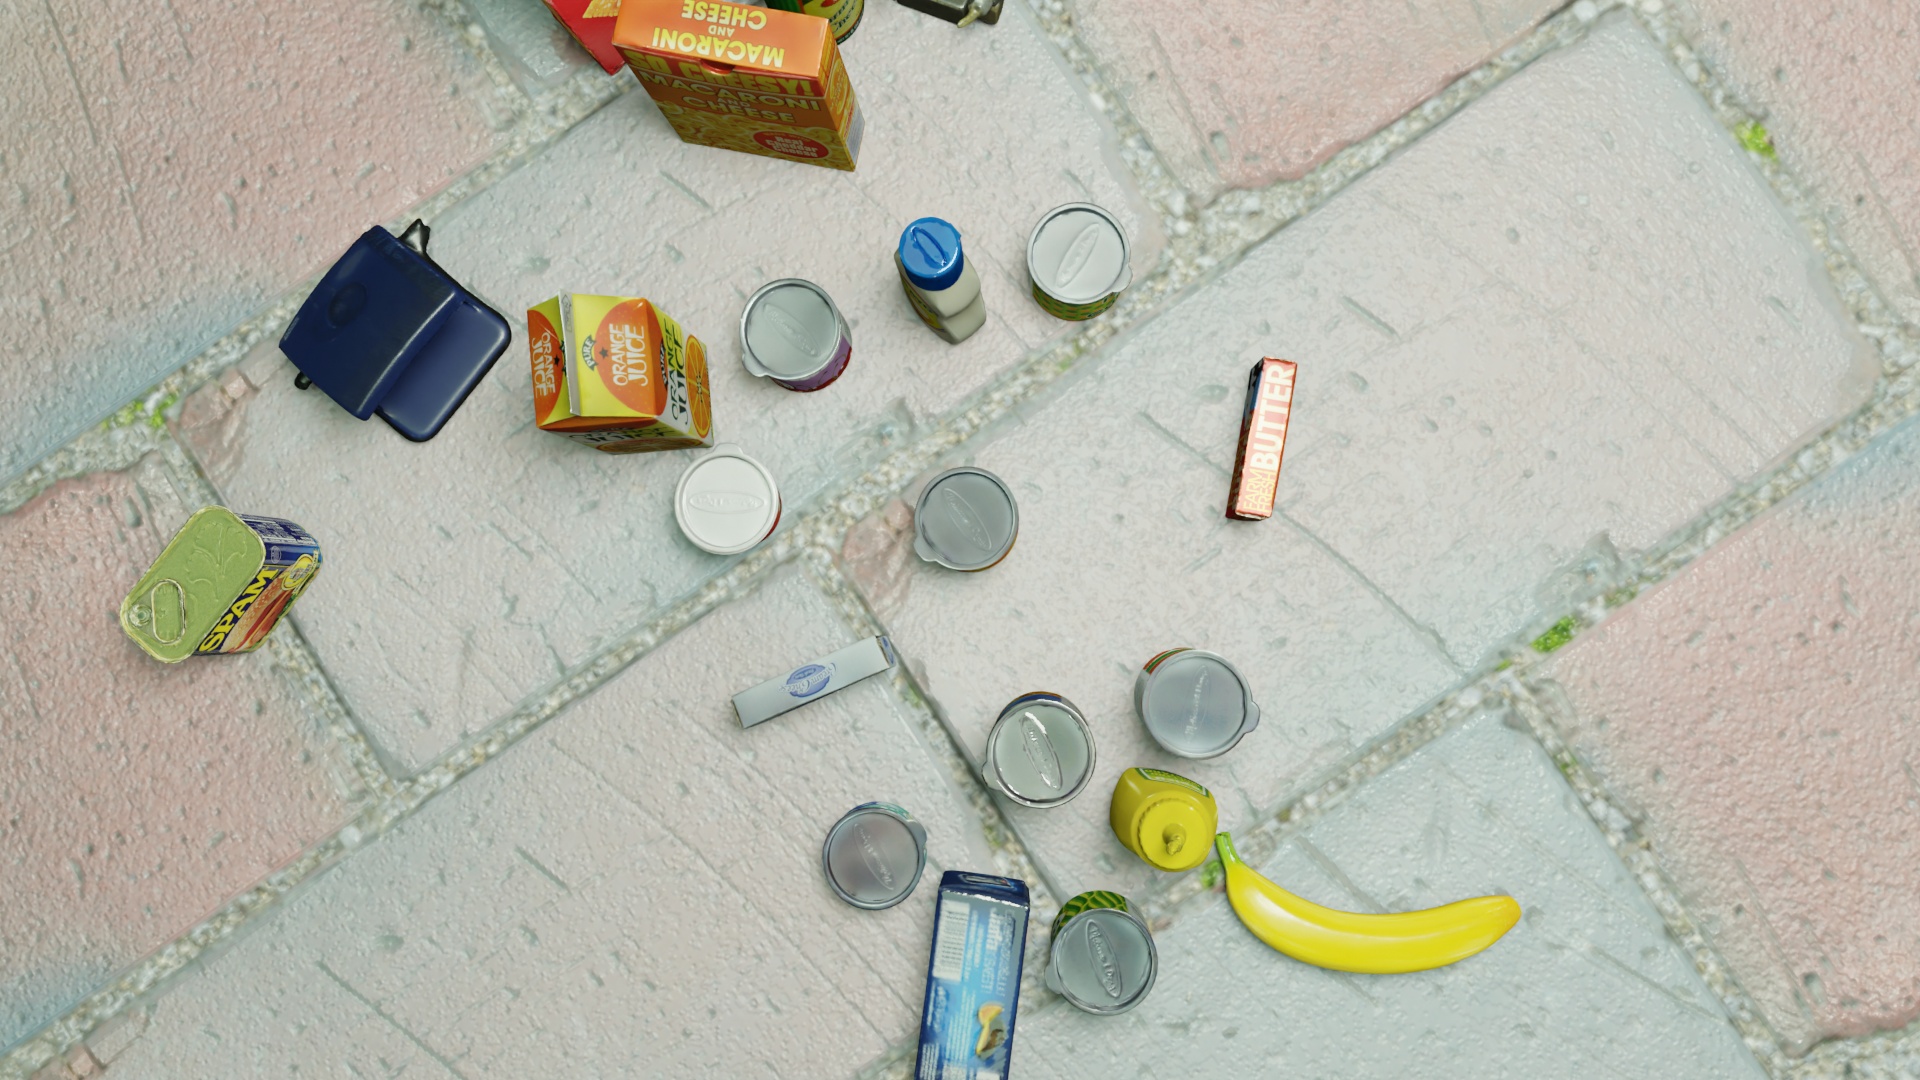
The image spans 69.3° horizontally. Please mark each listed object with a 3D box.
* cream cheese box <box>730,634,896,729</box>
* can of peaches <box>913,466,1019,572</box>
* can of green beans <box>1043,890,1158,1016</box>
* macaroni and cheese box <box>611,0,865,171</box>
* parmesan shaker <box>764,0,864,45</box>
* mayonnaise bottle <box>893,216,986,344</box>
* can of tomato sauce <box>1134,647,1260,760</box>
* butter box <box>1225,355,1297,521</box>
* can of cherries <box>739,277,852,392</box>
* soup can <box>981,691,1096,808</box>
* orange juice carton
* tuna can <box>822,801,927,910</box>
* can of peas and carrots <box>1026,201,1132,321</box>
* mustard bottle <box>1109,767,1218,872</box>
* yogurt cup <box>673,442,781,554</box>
[{"bbox_3d":[-0.094,0.091,0.904,0.104,0.053,0.024,-23,86,2],"label":"cream cheese box"},{"bbox_3d":[0.003,-0.011,0.902,0.071,0.058,0.071,0,87,3],"label":"can of peaches"},{"bbox_3d":[0.090,0.260,0.882,0.071,0.058,0.071,0,87,3],"label":"can of green beans"},{"bbox_3d":[-0.132,-0.284,0.871,0.124,0.166,0.040,11,88,4],"label":"macaroni and cheese box"},{"bbox_3d":[-0.099,-0.373,0.907,0.071,0.103,0.071,0,87,3],"label":"parmesan shaker"},{"bbox_3d":[-0.014,-0.165,0.867,0.041,0.148,0.065,-40,86,1],"label":"mayonnaise bottle"},{"bbox_3d":[0.147,0.101,0.876,0.071,0.083,0.071,0,87,3],"label":"can of tomato sauce"},{"bbox_3d":[0.194,-0.064,0.898,0.024,0.053,0.103,10,87,4],"label":"butter box"},{"bbox_3d":[-0.110,-0.132,0.915,0.071,0.058,0.071,0,87,3],"label":"can of cherries"},{"bbox_3d":[0.048,0.131,0.879,0.071,0.084,0.071,0,87,3],"label":"soup can"},{"bbox_3d":[-0.210,-0.099,0.851,0.073,0.192,0.072,-5,87,3],"label":"orange juice carton"},{"bbox_3d":[-0.053,0.203,0.905,0.071,0.033,0.071,0,87,3],"label":"tuna can"},{"bbox_3d":[0.078,-0.180,0.908,0.071,0.058,0.071,0,87,3],"label":"can of peas and carrots"},{"bbox_3d":[0.125,0.169,0.834,0.065,0.160,0.049,15,88,4],"label":"mustard bottle"},{"bbox_3d":[-0.149,-0.024,0.913,0.072,0.054,0.072,0,87,3],"label":"yogurt cup"}]
